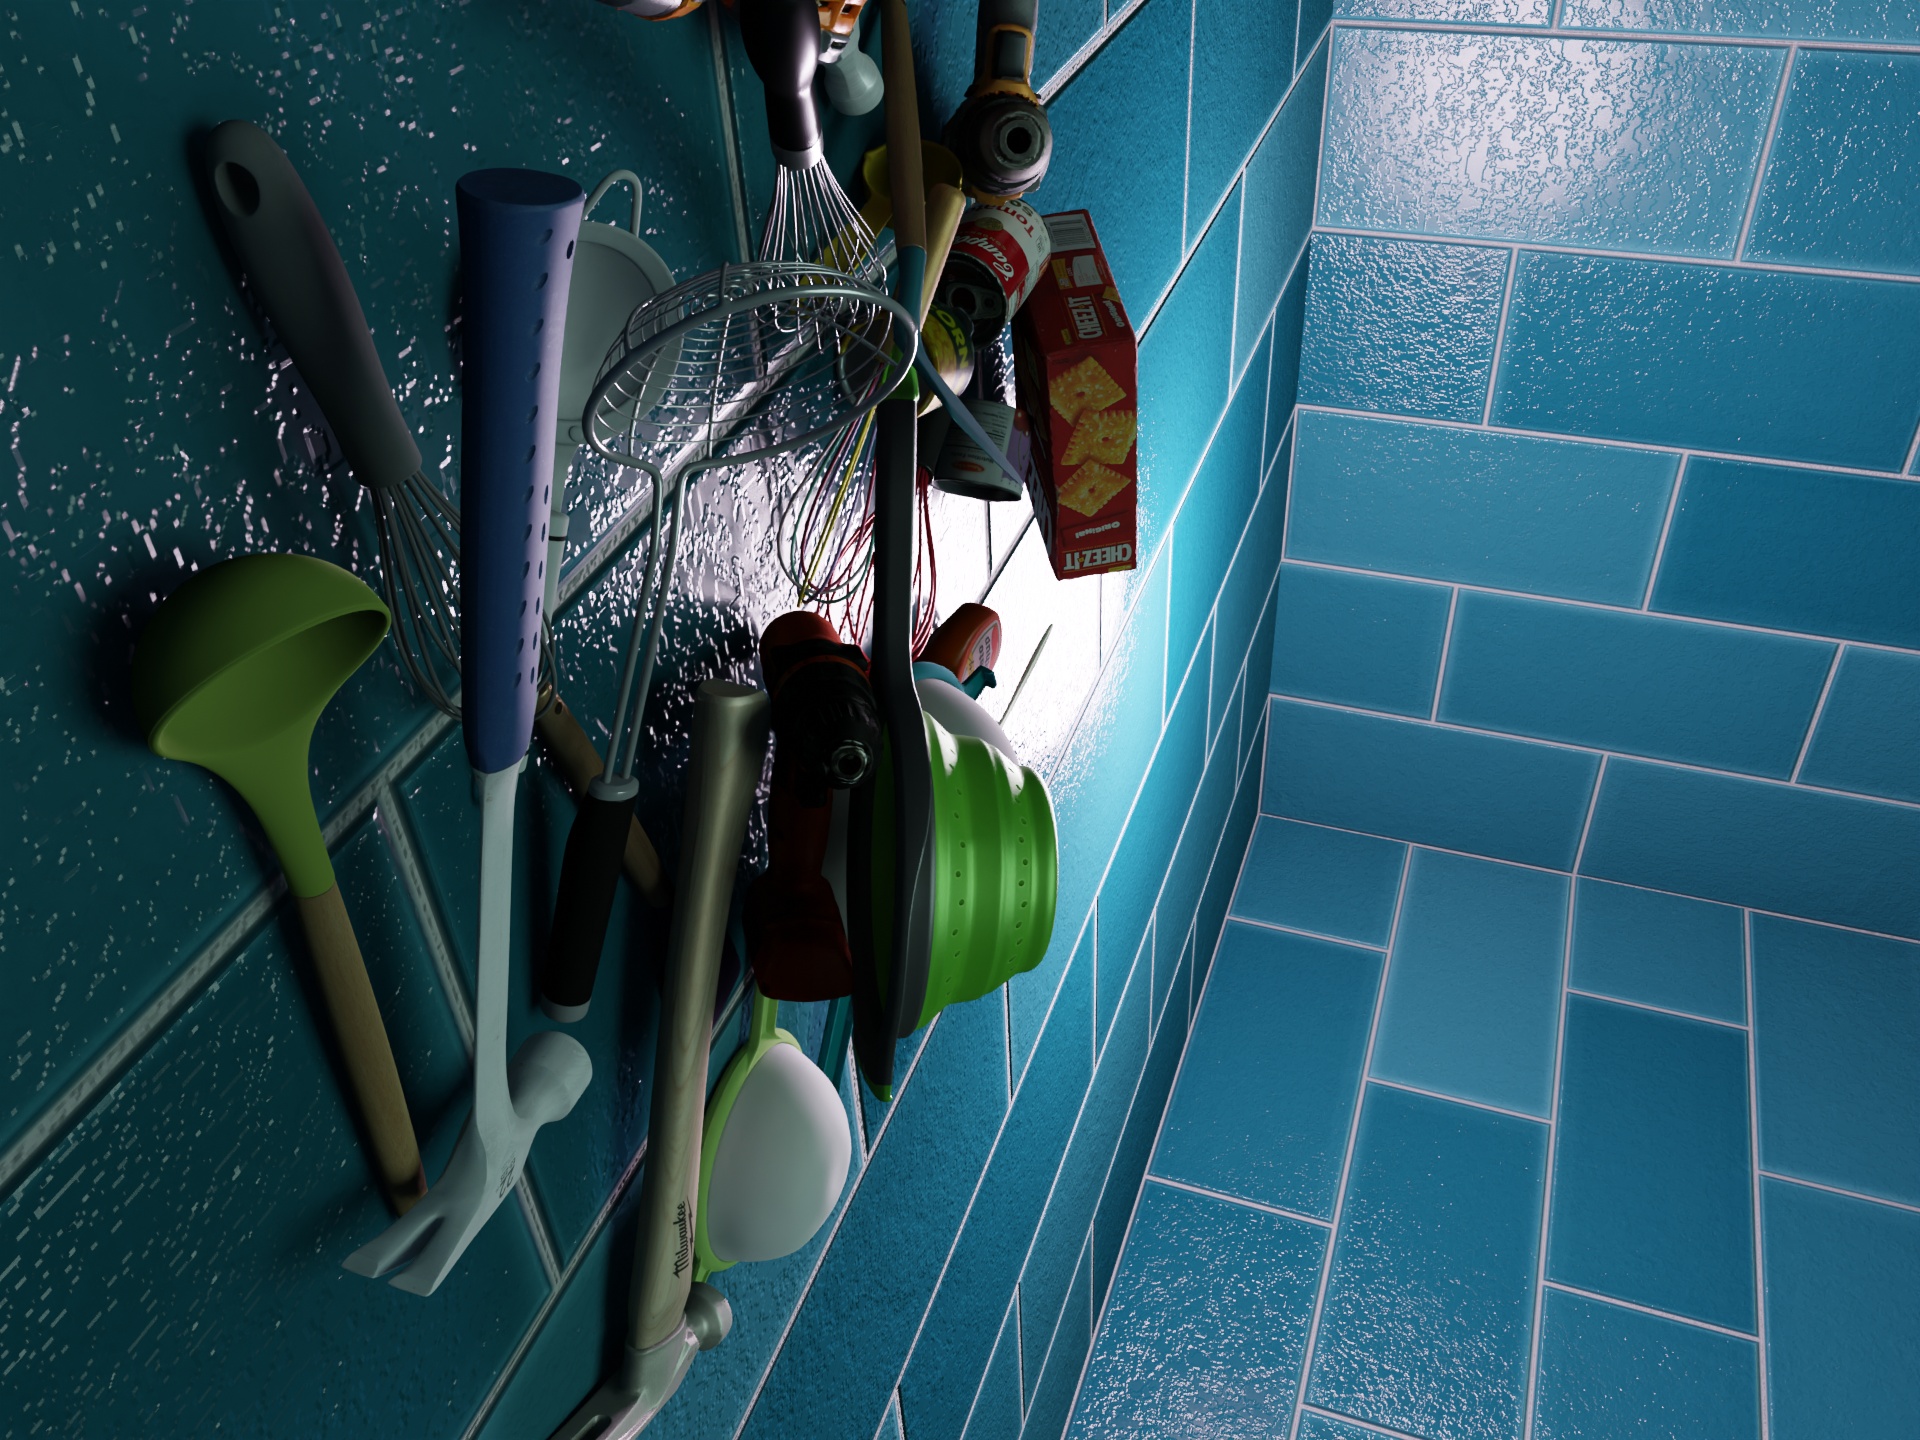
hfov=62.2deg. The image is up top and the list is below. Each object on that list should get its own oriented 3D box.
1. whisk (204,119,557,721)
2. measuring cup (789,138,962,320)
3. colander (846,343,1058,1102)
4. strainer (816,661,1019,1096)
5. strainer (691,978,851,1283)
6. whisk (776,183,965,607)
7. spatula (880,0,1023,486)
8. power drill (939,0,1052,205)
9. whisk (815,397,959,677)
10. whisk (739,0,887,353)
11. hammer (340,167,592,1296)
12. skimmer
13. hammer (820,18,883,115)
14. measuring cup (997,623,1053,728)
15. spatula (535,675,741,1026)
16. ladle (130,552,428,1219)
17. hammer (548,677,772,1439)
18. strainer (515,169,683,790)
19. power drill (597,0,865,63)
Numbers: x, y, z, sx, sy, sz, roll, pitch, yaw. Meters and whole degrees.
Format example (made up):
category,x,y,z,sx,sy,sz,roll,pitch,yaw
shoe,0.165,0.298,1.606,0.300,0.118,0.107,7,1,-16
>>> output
category,x,y,z,sx,sy,sz,roll,pitch,yaw
whisk,-0.191,-0.086,0.536,0.238,0.055,0.055,78,28,-43
measuring cup,-0.051,-0.267,0.887,0.156,0.062,0.029,-58,165,-27
colander,-0.001,-0.003,0.848,0.204,0.094,0.397,-170,-99,-79
strainer,-0.033,0.135,1.042,0.211,0.095,0.340,-14,121,-59
strainer,-0.100,0.221,0.969,0.151,0.069,0.256,-33,132,-67
whisk,-0.046,-0.176,0.880,0.047,0.051,0.245,4,109,-64
spatula,-0.017,-0.266,0.827,0.082,0.044,0.318,33,47,-57
power drill,0.031,-0.414,0.915,0.185,0.084,0.226,-105,-160,-71
whisk,-0.033,-0.141,1.002,0.073,0.073,0.296,76,23,-54
whisk,-0.071,-0.239,0.703,0.284,0.070,0.070,93,10,-78
hammer,-0.160,0.023,0.545,0.144,0.035,0.405,-63,166,-59
skimmer,-0.114,-0.011,0.641,0.127,0.090,0.363,-7,124,-44
hammer,-0.034,-0.493,0.819,0.128,0.033,0.331,47,55,-71
measuring cup,0.017,-0.008,1.194,0.167,0.038,0.083,-61,171,-9
spatula,-0.157,0.076,0.788,0.315,0.018,0.060,77,31,-54
ladle,-0.212,0.082,0.552,0.078,0.062,0.319,-34,139,-38
hammer,-0.147,0.181,0.813,0.146,0.038,0.410,-30,131,-66
strainer,-0.165,-0.086,0.628,0.086,0.050,0.258,3,106,-40
power drill,-0.074,-0.349,0.618,0.164,0.084,0.226,-58,174,26
